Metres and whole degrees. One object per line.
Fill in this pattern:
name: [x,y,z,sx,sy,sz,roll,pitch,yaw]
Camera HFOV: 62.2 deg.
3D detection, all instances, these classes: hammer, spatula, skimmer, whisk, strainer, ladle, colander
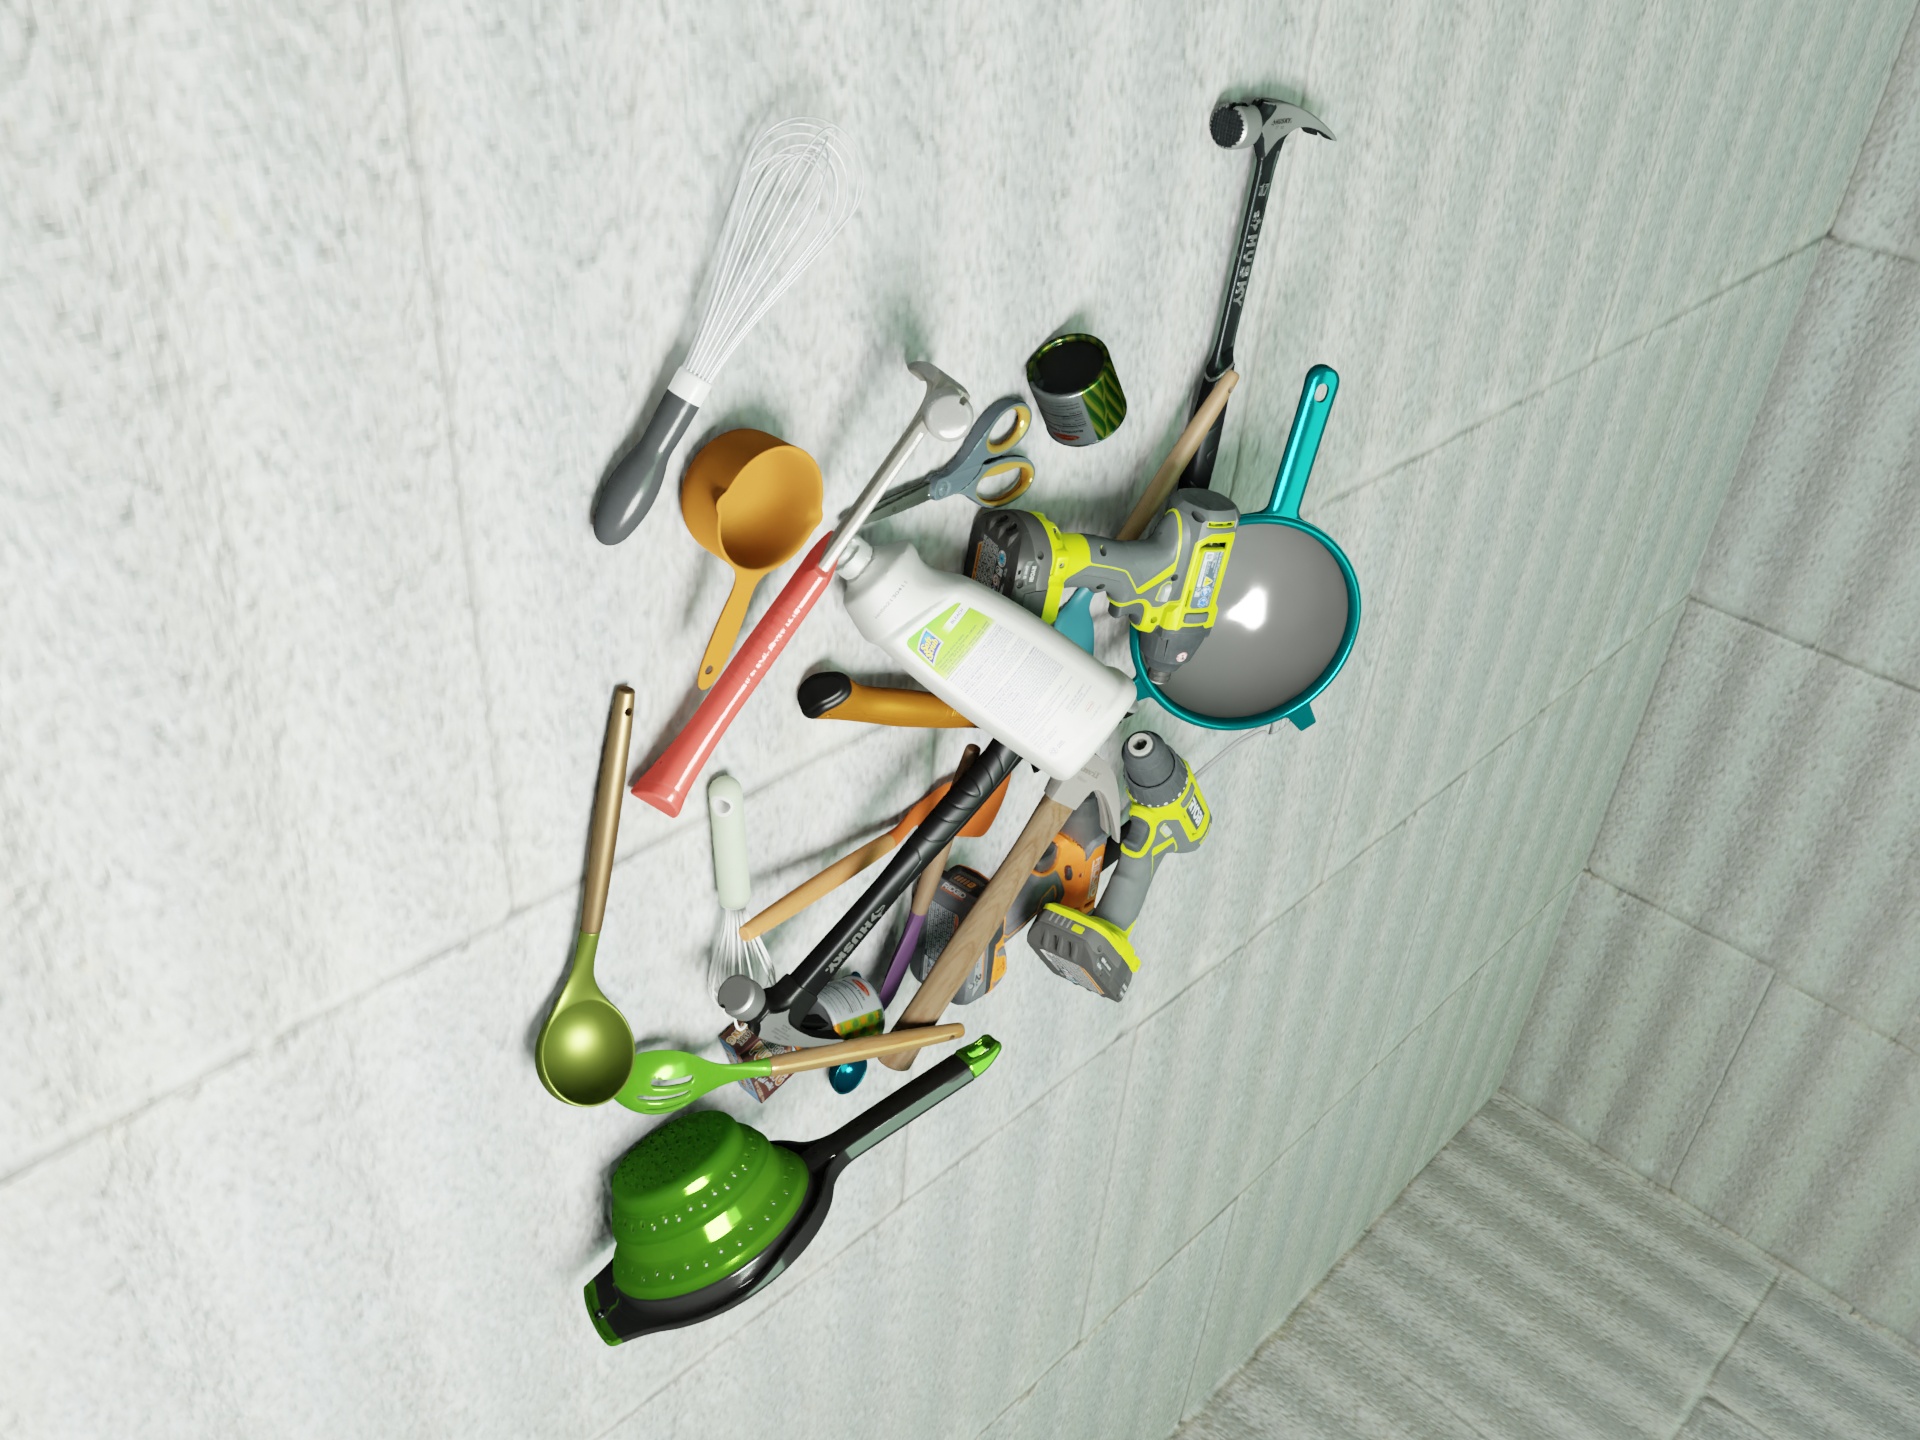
hammer: [-0.002,-0.004,1.305,0.336,0.034,0.127,5,150,-46]
spatula: [-0.067,0.114,1.314,0.322,0.041,0.081,-30,148,-50]
spatula: [-0.031,0.146,1.373,0.060,0.018,0.315,-46,159,-53]
skimmer: [0.236,0.036,1.682,0.363,0.090,0.127,-39,146,-10]
hammer: [0.027,0.164,1.370,0.130,0.031,0.331,25,102,-31]
spatula: [0.158,-0.160,1.386,0.082,0.044,0.317,11,116,-51]
hammer: [0.230,-0.325,1.376,0.149,0.036,0.408,-24,135,-42]
whisk: [-0.173,0.144,1.229,0.059,0.058,0.246,-72,166,-55]
hammer: [-0.112,-0.086,1.086,0.036,0.149,0.359,33,101,-19]
strainer: [0.262,-0.160,1.420,0.211,0.095,0.340,8,115,-12]
ladle: [-0.247,0.128,1.106,0.078,0.062,0.320,-12,123,-46]
colander: [-0.146,0.343,1.307,0.397,0.205,0.094,-30,108,-18]
hammer: [-0.045,0.123,1.268,0.335,0.035,0.146,-49,147,-6]
whisk: [-0.145,-0.227,0.951,0.070,0.070,0.284,17,107,-56]

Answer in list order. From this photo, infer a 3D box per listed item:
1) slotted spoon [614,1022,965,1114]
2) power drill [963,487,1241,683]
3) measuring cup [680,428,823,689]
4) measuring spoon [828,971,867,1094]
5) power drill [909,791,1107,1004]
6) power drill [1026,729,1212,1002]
slotted spoon: [-0.134,0.278,1.306,0.313,0.031,0.070,-4,127,-30]
power drill: [0.115,-0.101,1.305,0.223,0.080,0.171,-5,123,-28]
measuring cup: [-0.153,-0.107,1.039,0.095,0.052,0.173,0,118,-52]
measuring spoon: [-0.105,0.283,1.457,0.042,0.021,0.128,-18,121,-44]
power drill: [0.056,0.152,1.499,0.226,0.084,0.164,-28,134,-43]
power drill: [0.153,0.131,1.489,0.228,0.080,0.190,-61,150,-16]
